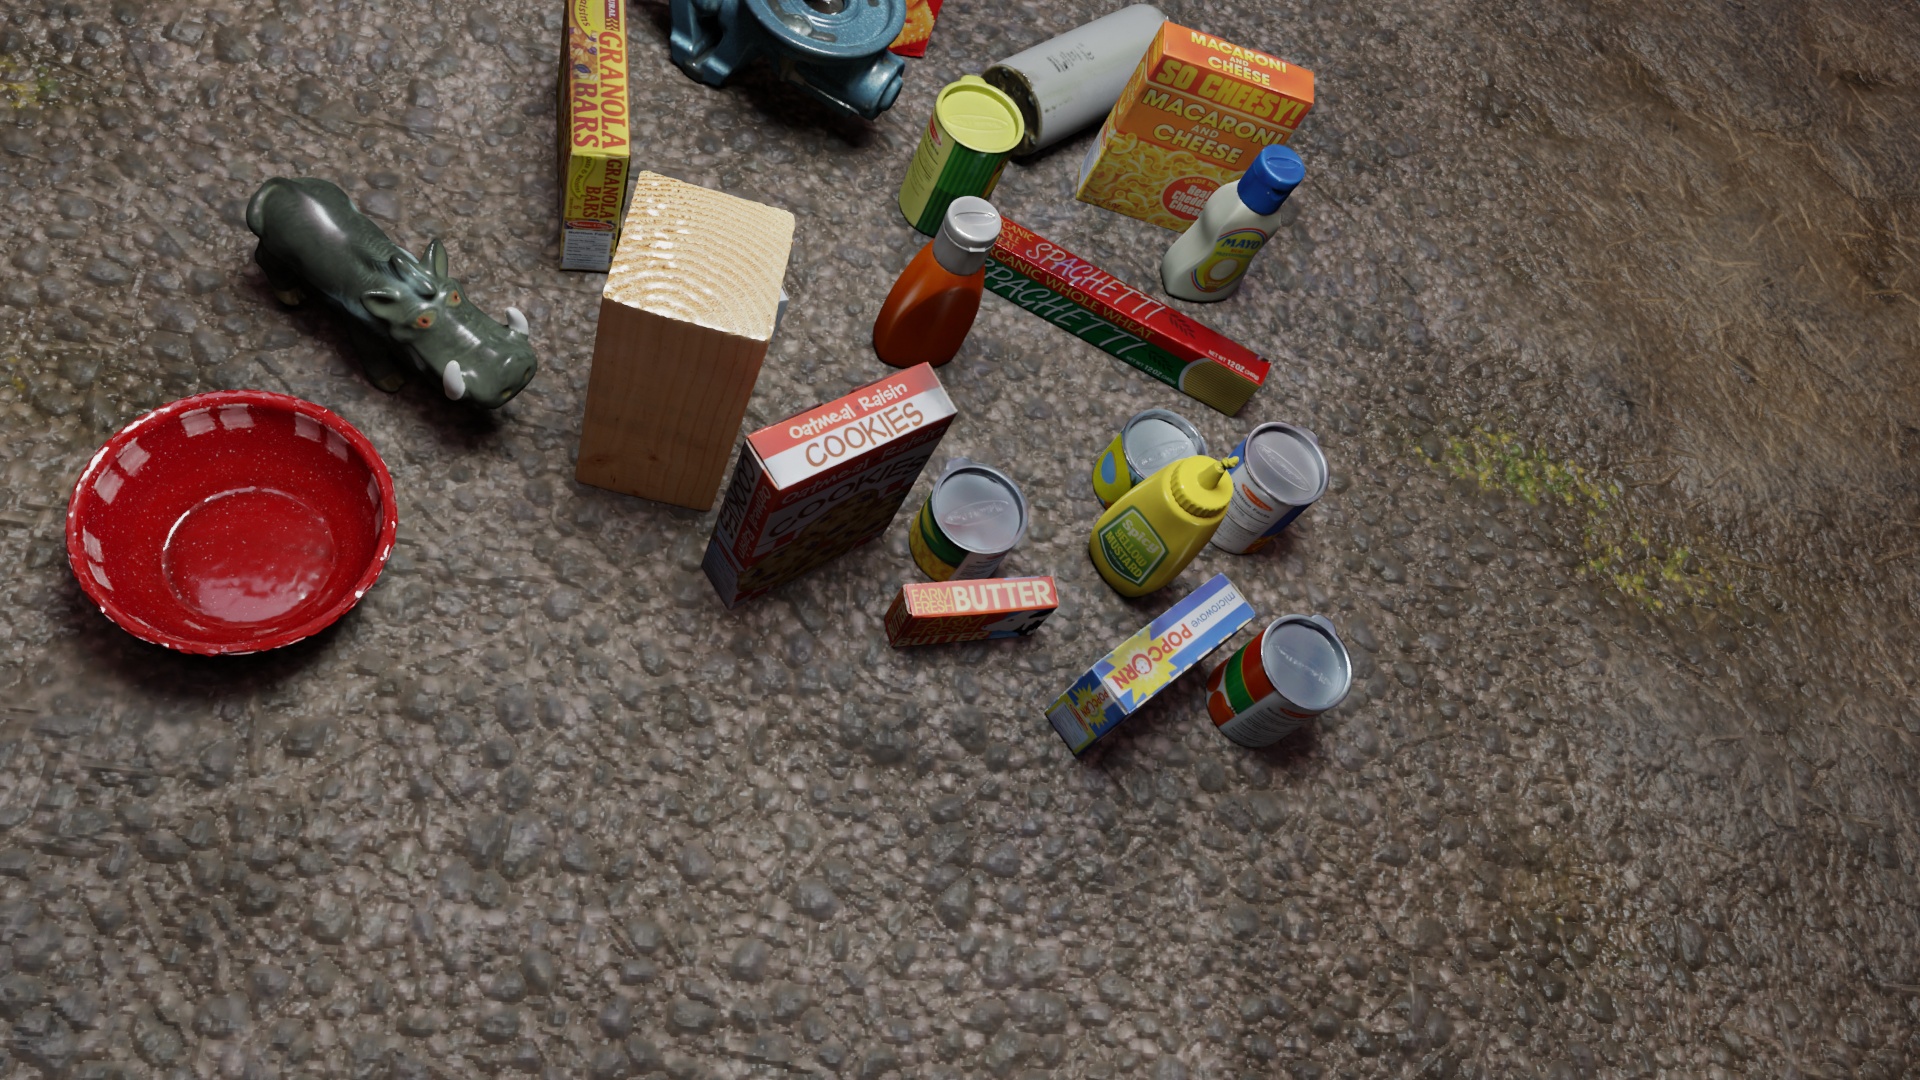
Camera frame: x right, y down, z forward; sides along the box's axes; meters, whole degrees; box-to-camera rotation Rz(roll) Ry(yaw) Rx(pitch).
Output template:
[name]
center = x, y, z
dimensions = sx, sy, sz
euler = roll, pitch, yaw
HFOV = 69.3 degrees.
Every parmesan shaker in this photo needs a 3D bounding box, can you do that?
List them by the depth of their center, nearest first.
[parmesan shaker]
center = -0.001, -0.283, 1.034
dimensions = 0.071, 0.102, 0.071
euler = 8, 62, -16

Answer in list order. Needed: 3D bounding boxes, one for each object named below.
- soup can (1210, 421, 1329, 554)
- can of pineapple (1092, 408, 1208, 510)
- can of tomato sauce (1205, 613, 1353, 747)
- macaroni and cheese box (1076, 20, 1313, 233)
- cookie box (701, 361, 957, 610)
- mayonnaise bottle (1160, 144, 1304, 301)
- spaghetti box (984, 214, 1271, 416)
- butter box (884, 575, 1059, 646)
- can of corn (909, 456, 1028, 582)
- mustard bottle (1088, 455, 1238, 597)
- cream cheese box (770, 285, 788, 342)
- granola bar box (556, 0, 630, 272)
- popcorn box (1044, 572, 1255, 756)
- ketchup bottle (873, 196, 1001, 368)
[soup can]
center = 0.216, -0.038, 0.997
dimensions = 0.071, 0.083, 0.071
euler = 8, 62, -16
[can of pineapple]
center = 0.135, -0.050, 0.989
dimensions = 0.071, 0.057, 0.071
euler = 8, 62, -16
[can of tomato sauce]
center = 0.211, 0.093, 0.928
dimensions = 0.071, 0.082, 0.071
euler = 8, 62, -16
[macaroni and cheese box]
center = 0.177, -0.313, 1.076
dimensions = 0.124, 0.165, 0.040
euler = 14, 61, -13
[cookie box]
center = -0.083, -0.031, 0.837
dimensions = 0.123, 0.166, 0.040
euler = -27, 76, -29
[mayonnaise bottle]
center = 0.210, -0.240, 1.061
dimensions = 0.065, 0.147, 0.041
euler = 1, 64, -19
[spaghetti box]
center = 0.112, -0.171, 1.048
dimensions = 0.250, 0.050, 0.029
euler = 27, 59, -5
[butter box]
center = 0.007, 0.046, 0.897
dimensions = 0.104, 0.053, 0.024
euler = -3, 65, -21
[can of corn]
center = 0.003, -0.012, 0.922
dimensions = 0.071, 0.058, 0.071
euler = 8, 62, -16
[mustard bottle]
center = 0.138, -0.017, 0.913
dimensions = 0.049, 0.159, 0.065
euler = -32, 78, -30
[cream cheese box]
center = -0.170, -0.147, 0.932
dimensions = 0.104, 0.053, 0.024
euler = -17, 71, -26
[granola bar box]
center = -0.248, -0.283, 0.933
dimensions = 0.039, 0.123, 0.166
euler = 1, 64, -19
[popcorn box]
center = 0.123, 0.080, 0.902
dimensions = 0.127, 0.084, 0.038
euler = -32, 78, -30
[ketchup bottle]
center = -0.012, -0.173, 0.946
dimensions = 0.065, 0.148, 0.044
euler = -4, 66, -22
